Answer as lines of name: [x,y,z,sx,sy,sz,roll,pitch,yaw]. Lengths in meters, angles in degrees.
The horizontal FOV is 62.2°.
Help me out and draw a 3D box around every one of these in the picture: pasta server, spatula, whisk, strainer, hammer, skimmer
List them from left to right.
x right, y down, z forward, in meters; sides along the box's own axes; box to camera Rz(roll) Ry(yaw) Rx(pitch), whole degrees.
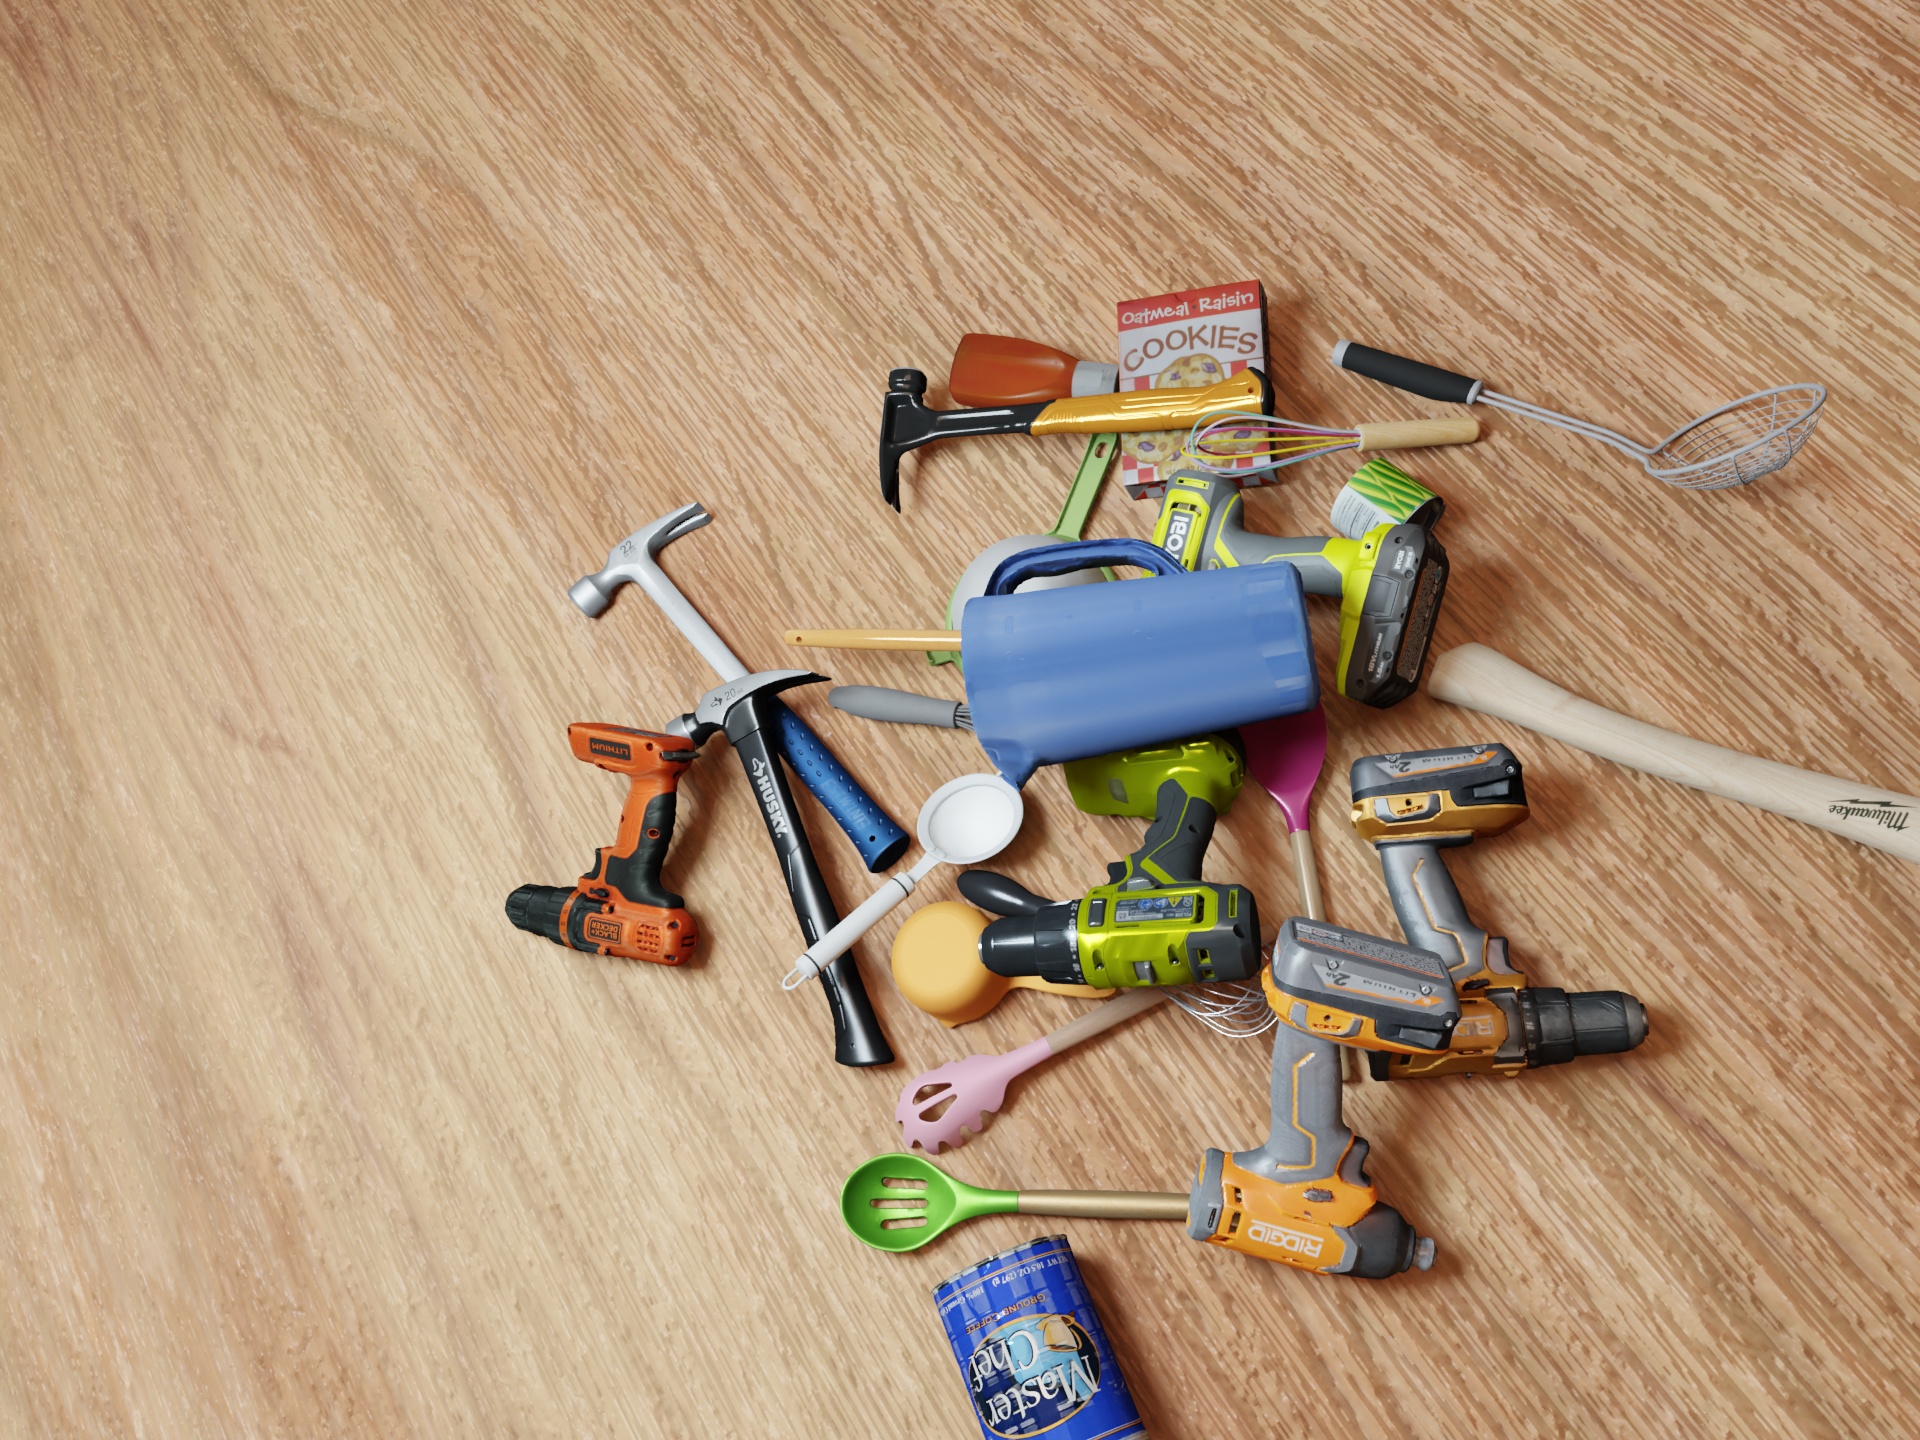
hammer: [-0.176,-0.029,1.353,0.144,0.035,0.406,-42,64,-3]
hammer: [-0.122,0.115,1.255,0.146,0.035,0.335,-29,71,19]
strainer: [-0.038,0.122,1.220,0.258,0.050,0.087,-39,48,-23]
whisk: [-0.002,-0.005,1.291,0.239,0.055,0.055,8,72,24]
spatula: [0.011,-0.065,1.259,0.323,0.041,0.081,2,108,21]
strainer: [0.073,-0.144,1.307,0.151,0.069,0.256,18,77,22]
hammer: [0.090,-0.245,1.315,0.337,0.034,0.127,-1,74,22]
pasta server: [0.091,0.230,1.180,0.316,0.040,0.060,-27,64,0]
whisk: [0.110,0.161,1.168,0.285,0.070,0.070,17,74,35]
whisk: [0.292,-0.224,1.257,0.245,0.047,0.051,-6,85,-9]
skimmer: [0.463,-0.262,1.230,0.363,0.090,0.127,25,46,26]
hammer: [0.530,0.042,1.120,0.411,0.038,0.146,21,78,23]

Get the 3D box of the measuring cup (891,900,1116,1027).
measuring cup: [0.029,0.184,1.189,0.174,0.052,0.095,4,70,26]

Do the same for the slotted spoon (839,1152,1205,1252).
slotted spoon: [0.068,0.348,1.139,0.314,0.031,0.070,-3,69,13]

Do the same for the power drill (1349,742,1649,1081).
power drill: [0.366,0.134,1.108,0.185,0.084,0.226,-6,72,14]

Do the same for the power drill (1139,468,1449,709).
power drill: [0.242,-0.090,1.214,0.223,0.080,0.171,16,92,33]

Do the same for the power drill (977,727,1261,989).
power drill: [0.118,0.096,1.140,0.190,0.080,0.229,-6,40,18]

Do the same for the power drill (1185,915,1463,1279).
power drill: [0.254,0.258,1.044,0.164,0.084,0.226,15,103,6]

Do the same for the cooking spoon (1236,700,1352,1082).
cooking spoon: [0.256,0.108,1.183,0.069,0.017,0.319,-12,66,16]
